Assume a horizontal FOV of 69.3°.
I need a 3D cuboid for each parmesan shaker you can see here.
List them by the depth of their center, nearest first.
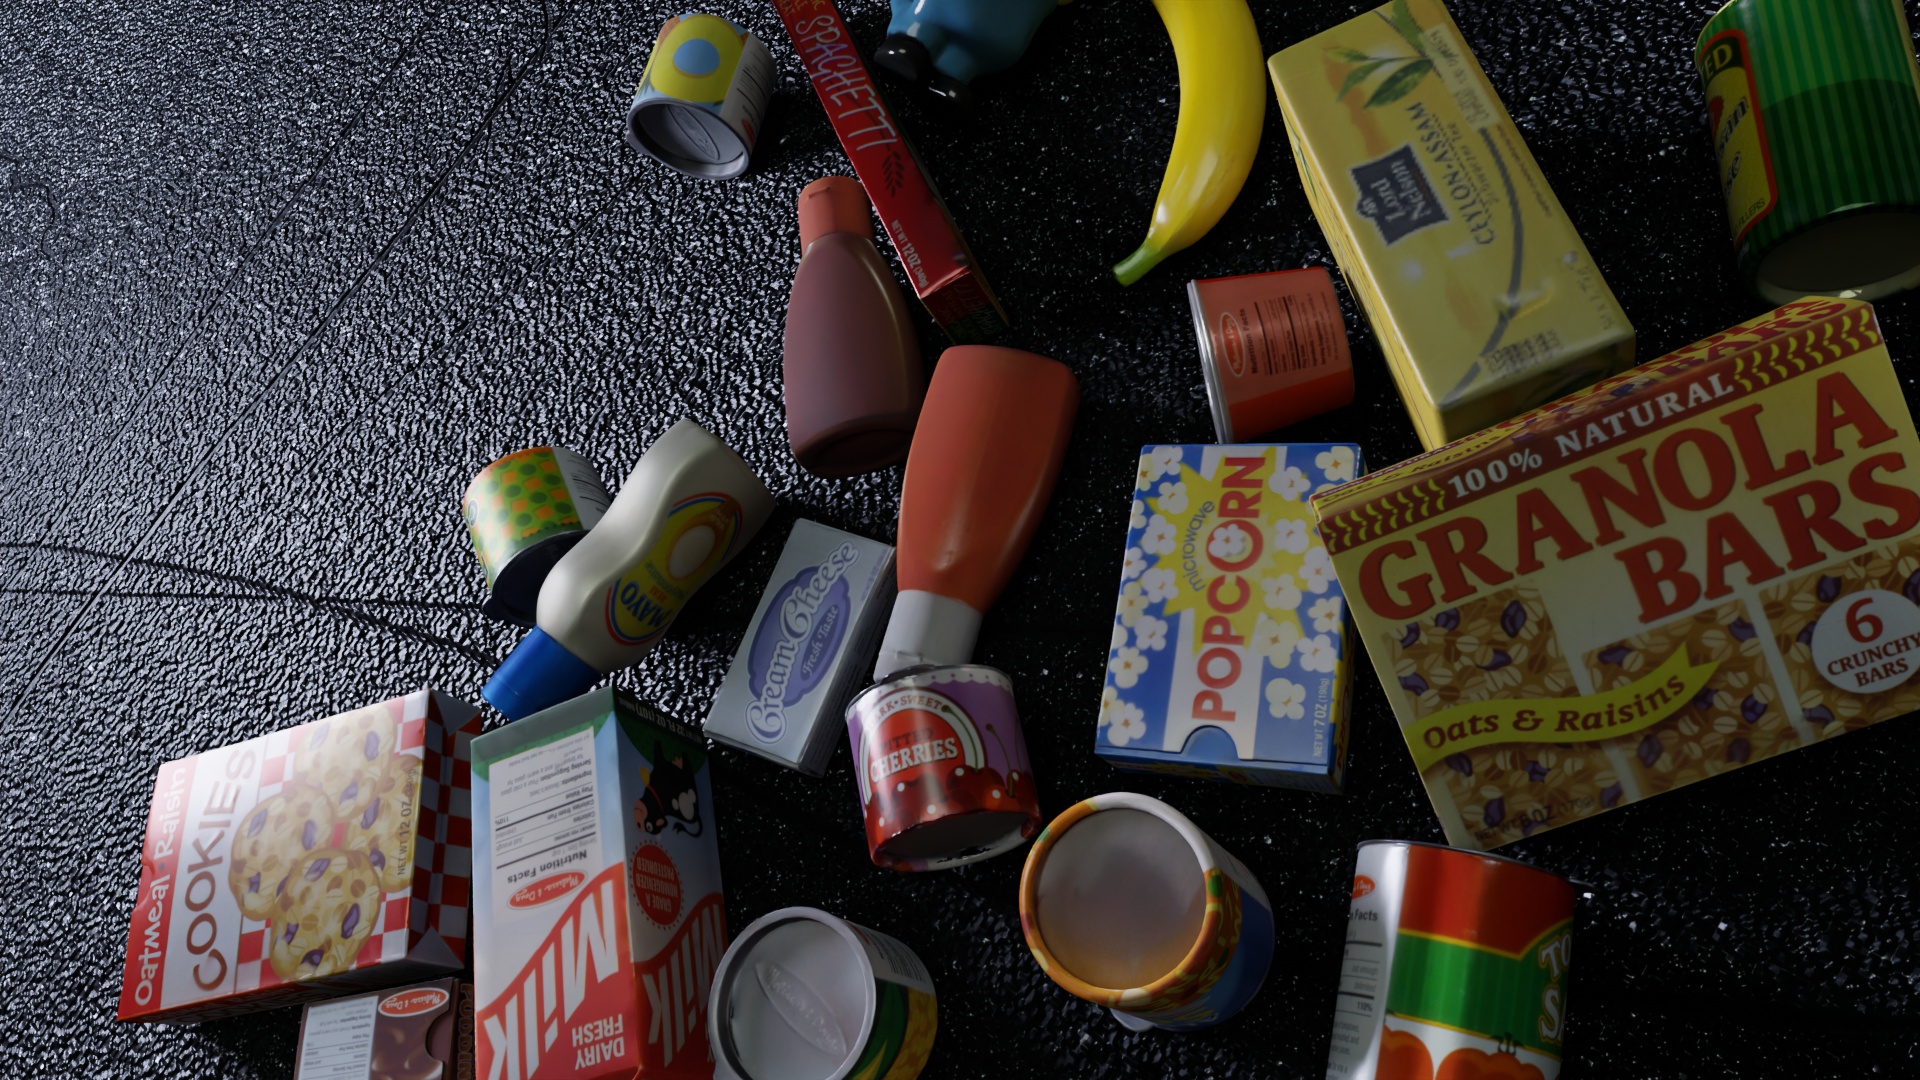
[{"bbox_3d":[0.302,-0.142,0.488,0.071,0.071,0.103,-6,64,22],"label":"parmesan shaker"}]

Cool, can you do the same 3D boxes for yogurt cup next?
[{"bbox_3d":[0.121,-0.074,0.544,0.054,0.072,0.072,-12,62,10],"label":"yogurt cup"}]

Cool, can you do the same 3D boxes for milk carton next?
[{"bbox_3d":[-0.139,0.163,0.544,0.073,0.072,0.191,-21,59,14],"label":"milk carton"}]

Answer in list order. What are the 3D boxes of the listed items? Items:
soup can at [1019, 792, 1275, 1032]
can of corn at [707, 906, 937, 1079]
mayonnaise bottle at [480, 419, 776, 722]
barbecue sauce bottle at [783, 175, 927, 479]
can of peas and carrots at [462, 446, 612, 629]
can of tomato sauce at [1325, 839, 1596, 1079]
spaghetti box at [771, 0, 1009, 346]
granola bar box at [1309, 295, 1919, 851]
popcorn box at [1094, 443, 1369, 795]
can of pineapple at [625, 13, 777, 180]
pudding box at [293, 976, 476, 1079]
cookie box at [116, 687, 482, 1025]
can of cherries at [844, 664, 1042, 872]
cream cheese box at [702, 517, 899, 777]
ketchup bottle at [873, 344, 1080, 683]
[{"bbox_3d":[0.062,0.127,0.462,0.071,0.083,0.071,-10,64,21],"label":"soup can"},{"bbox_3d":[-0.050,0.174,0.507,0.071,0.058,0.071,-10,63,20],"label":"can of corn"},{"bbox_3d":[-0.148,0.020,0.613,0.041,0.064,0.148,28,74,37],"label":"mayonnaise bottle"},{"bbox_3d":[-0.053,-0.104,0.648,0.065,0.043,0.149,-18,60,16],"label":"barbecue sauce bottle"},{"bbox_3d":[-0.195,0.000,0.649,0.071,0.071,0.059,-36,56,6],"label":"can of peas and carrots"},{"bbox_3d":[0.152,0.141,0.426,0.071,0.071,0.083,5,70,26],"label":"can of tomato sauce"},{"bbox_3d":[-0.041,-0.196,0.683,0.028,0.050,0.251,-30,58,8],"label":"spaghetti box"},{"bbox_3d":[0.211,0.014,0.437,0.165,0.039,0.124,-23,98,13],"label":"granola bar box"},{"bbox_3d":[0.104,0.026,0.519,0.085,0.038,0.127,2,67,24],"label":"popcorn box"},{"bbox_3d":[-0.137,-0.234,0.734,0.071,0.071,0.058,4,68,26],"label":"can of pineapple"},{"bbox_3d":[-0.240,0.218,0.589,0.083,0.030,0.050,-15,60,18],"label":"pudding box"},{"bbox_3d":[-0.307,0.149,0.646,0.167,0.040,0.123,-16,61,17],"label":"cookie box"},{"bbox_3d":[-0.008,0.086,0.521,0.071,0.071,0.058,-21,60,15],"label":"can of cherries"},{"bbox_3d":[-0.065,0.045,0.594,0.053,0.024,0.104,14,73,30],"label":"cream cheese box"},{"bbox_3d":[0.002,-0.007,0.577,0.065,0.043,0.149,11,72,20],"label":"ketchup bottle"}]
